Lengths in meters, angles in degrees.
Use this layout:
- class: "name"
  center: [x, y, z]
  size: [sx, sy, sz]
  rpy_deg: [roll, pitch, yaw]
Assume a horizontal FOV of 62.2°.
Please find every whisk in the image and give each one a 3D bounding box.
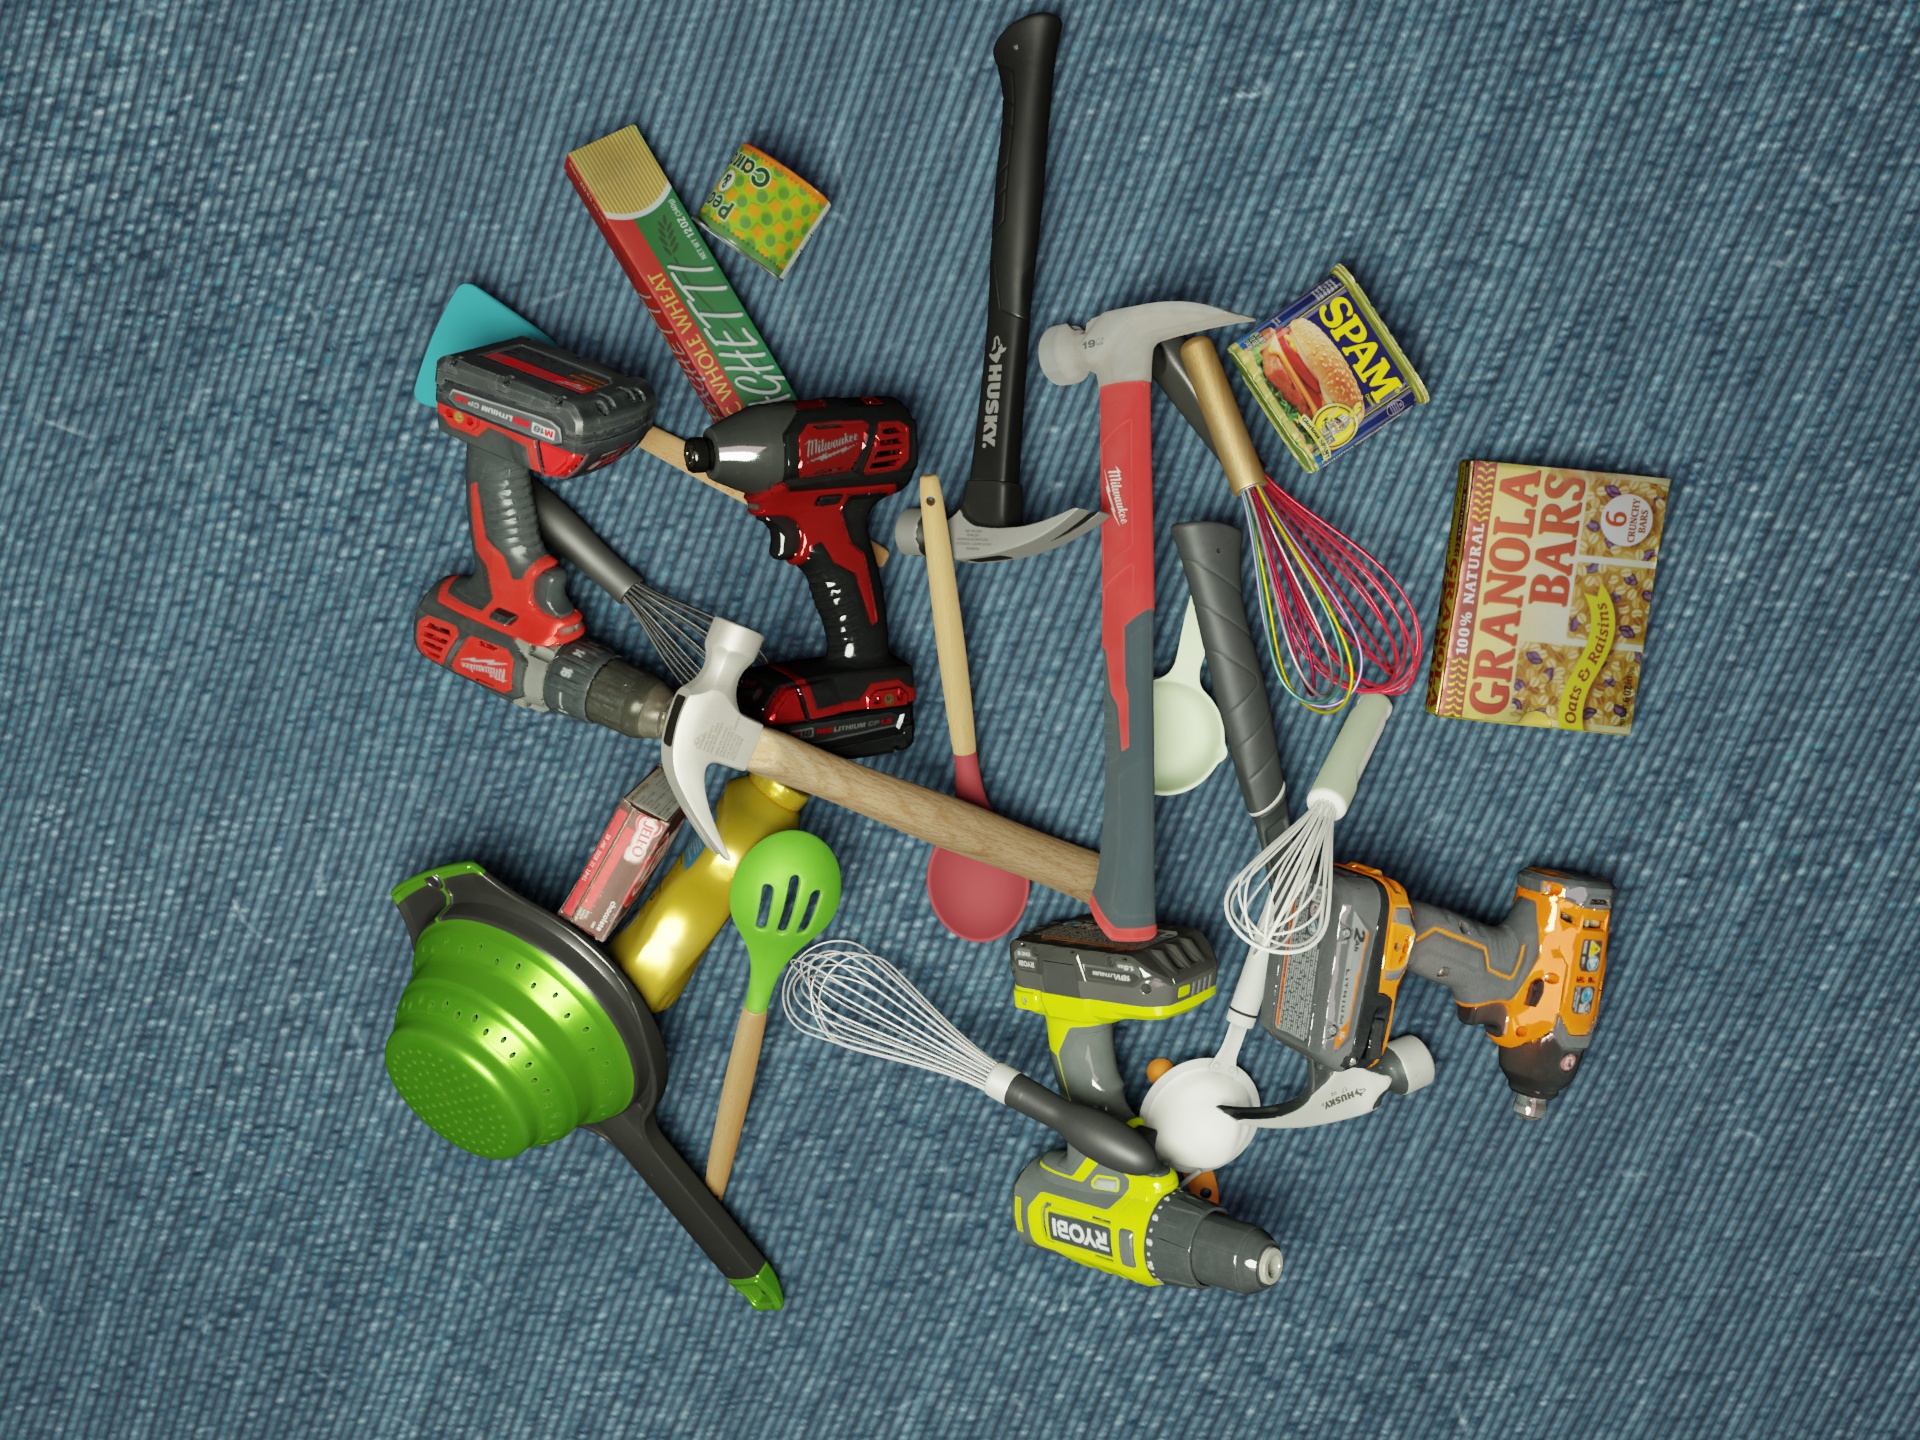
- class: "whisk"
  center: [0.180, -0.118, 0.963]
  size: [0.051, 0.047, 0.245]
  rpy_deg: [-18, 81, -9]
- class: "whisk"
  center: [-0.216, -0.088, 1.044]
  size: [0.239, 0.055, 0.055]
  rpy_deg: [41, 98, 1]
- class: "whisk"
  center: [0.195, -0.138, 1.008]
  size: [0.073, 0.073, 0.296]
  rpy_deg: [-35, 90, 7]
- class: "whisk"
  center: [0.220, 0.056, 0.963]
  size: [0.059, 0.246, 0.057]
  rpy_deg: [23, 135, 16]
- class: "whisk"
  center: [0.000, 0.219, 1.021]
  size: [0.285, 0.070, 0.070]
  rpy_deg: [24, 100, 27]

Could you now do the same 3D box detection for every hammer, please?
- class: "hammer"
  center: [0.035, -0.265, 0.985]
  size: [0.146, 0.035, 0.335]
  rpy_deg: [7, 94, 39]
- class: "hammer"
  center: [0.115, -0.057, 0.973]
  size: [0.143, 0.038, 0.386]
  rpy_deg: [1, 93, 44]
- class: "hammer"
  center: [-0.033, 0.056, 0.986]
  size: [0.331, 0.031, 0.130]
  rpy_deg: [23, 88, -29]
- class: "hammer"
  center: [0.196, 0.070, 1.019]
  size: [0.149, 0.036, 0.409]
  rpy_deg: [-18, 99, -17]

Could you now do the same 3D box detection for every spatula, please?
- class: "spatula"
  center: [-0.191, -0.174, 1.030]
  size: [0.317, 0.044, 0.082]
  rpy_deg: [27, 99, -2]

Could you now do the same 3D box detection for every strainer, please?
- class: "strainer"
  center: [0.185, 0.207, 1.065]
  size: [0.086, 0.050, 0.258]
  rpy_deg: [17, 93, -15]

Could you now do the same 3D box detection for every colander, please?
- class: "colander"
  center: [-0.253, 0.276, 1.042]
  size: [0.204, 0.094, 0.396]
  rpy_deg: [-19, 112, 40]

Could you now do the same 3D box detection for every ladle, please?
- class: "ladle"
  center: [-0.002, -0.003, 1.026]
  size: [0.069, 0.031, 0.315]
  rpy_deg: [-6, 110, 4]

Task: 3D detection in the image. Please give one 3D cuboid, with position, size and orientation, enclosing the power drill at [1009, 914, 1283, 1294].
- class: "power drill"
  center: [0.114, 0.250, 1.021]
  size: [0.191, 0.080, 0.228]
  rpy_deg: [1, 99, 43]

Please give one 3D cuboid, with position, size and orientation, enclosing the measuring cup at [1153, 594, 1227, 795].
- class: "measuring cup"
  center: [0.144, -0.035, 1.038]
  size: [0.083, 0.038, 0.167]
  rpy_deg: [16, 94, -4]

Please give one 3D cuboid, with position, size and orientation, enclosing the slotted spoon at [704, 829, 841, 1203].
- class: "slotted spoon"
  center: [-0.137, 0.209, 1.049]
  size: [0.070, 0.031, 0.313]
  rpy_deg: [7, 119, -16]

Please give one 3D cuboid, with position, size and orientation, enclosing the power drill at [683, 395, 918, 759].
- class: "power drill"
  center: [-0.097, -0.088, 0.984]
  size: [0.143, 0.079, 0.219]
  rpy_deg: [-9, 107, -28]

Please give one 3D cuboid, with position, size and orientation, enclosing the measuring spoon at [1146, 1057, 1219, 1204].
- class: "measuring spoon"
  center: [0.155, 0.287, 1.096]
  size: [0.021, 0.011, 0.117]
  rpy_deg: [-20, 97, 6]

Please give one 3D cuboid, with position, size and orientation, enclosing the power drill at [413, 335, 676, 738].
- class: "power drill"
  center: [-0.248, -0.104, 0.987]
  size: [0.188, 0.080, 0.226]
  rpy_deg: [23, 120, 16]

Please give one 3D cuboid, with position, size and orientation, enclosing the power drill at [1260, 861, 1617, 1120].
- class: "power drill"
  center: [0.307, 0.171, 1.004]
  size: [0.226, 0.084, 0.164]
  rpy_deg: [6, 94, -22]
